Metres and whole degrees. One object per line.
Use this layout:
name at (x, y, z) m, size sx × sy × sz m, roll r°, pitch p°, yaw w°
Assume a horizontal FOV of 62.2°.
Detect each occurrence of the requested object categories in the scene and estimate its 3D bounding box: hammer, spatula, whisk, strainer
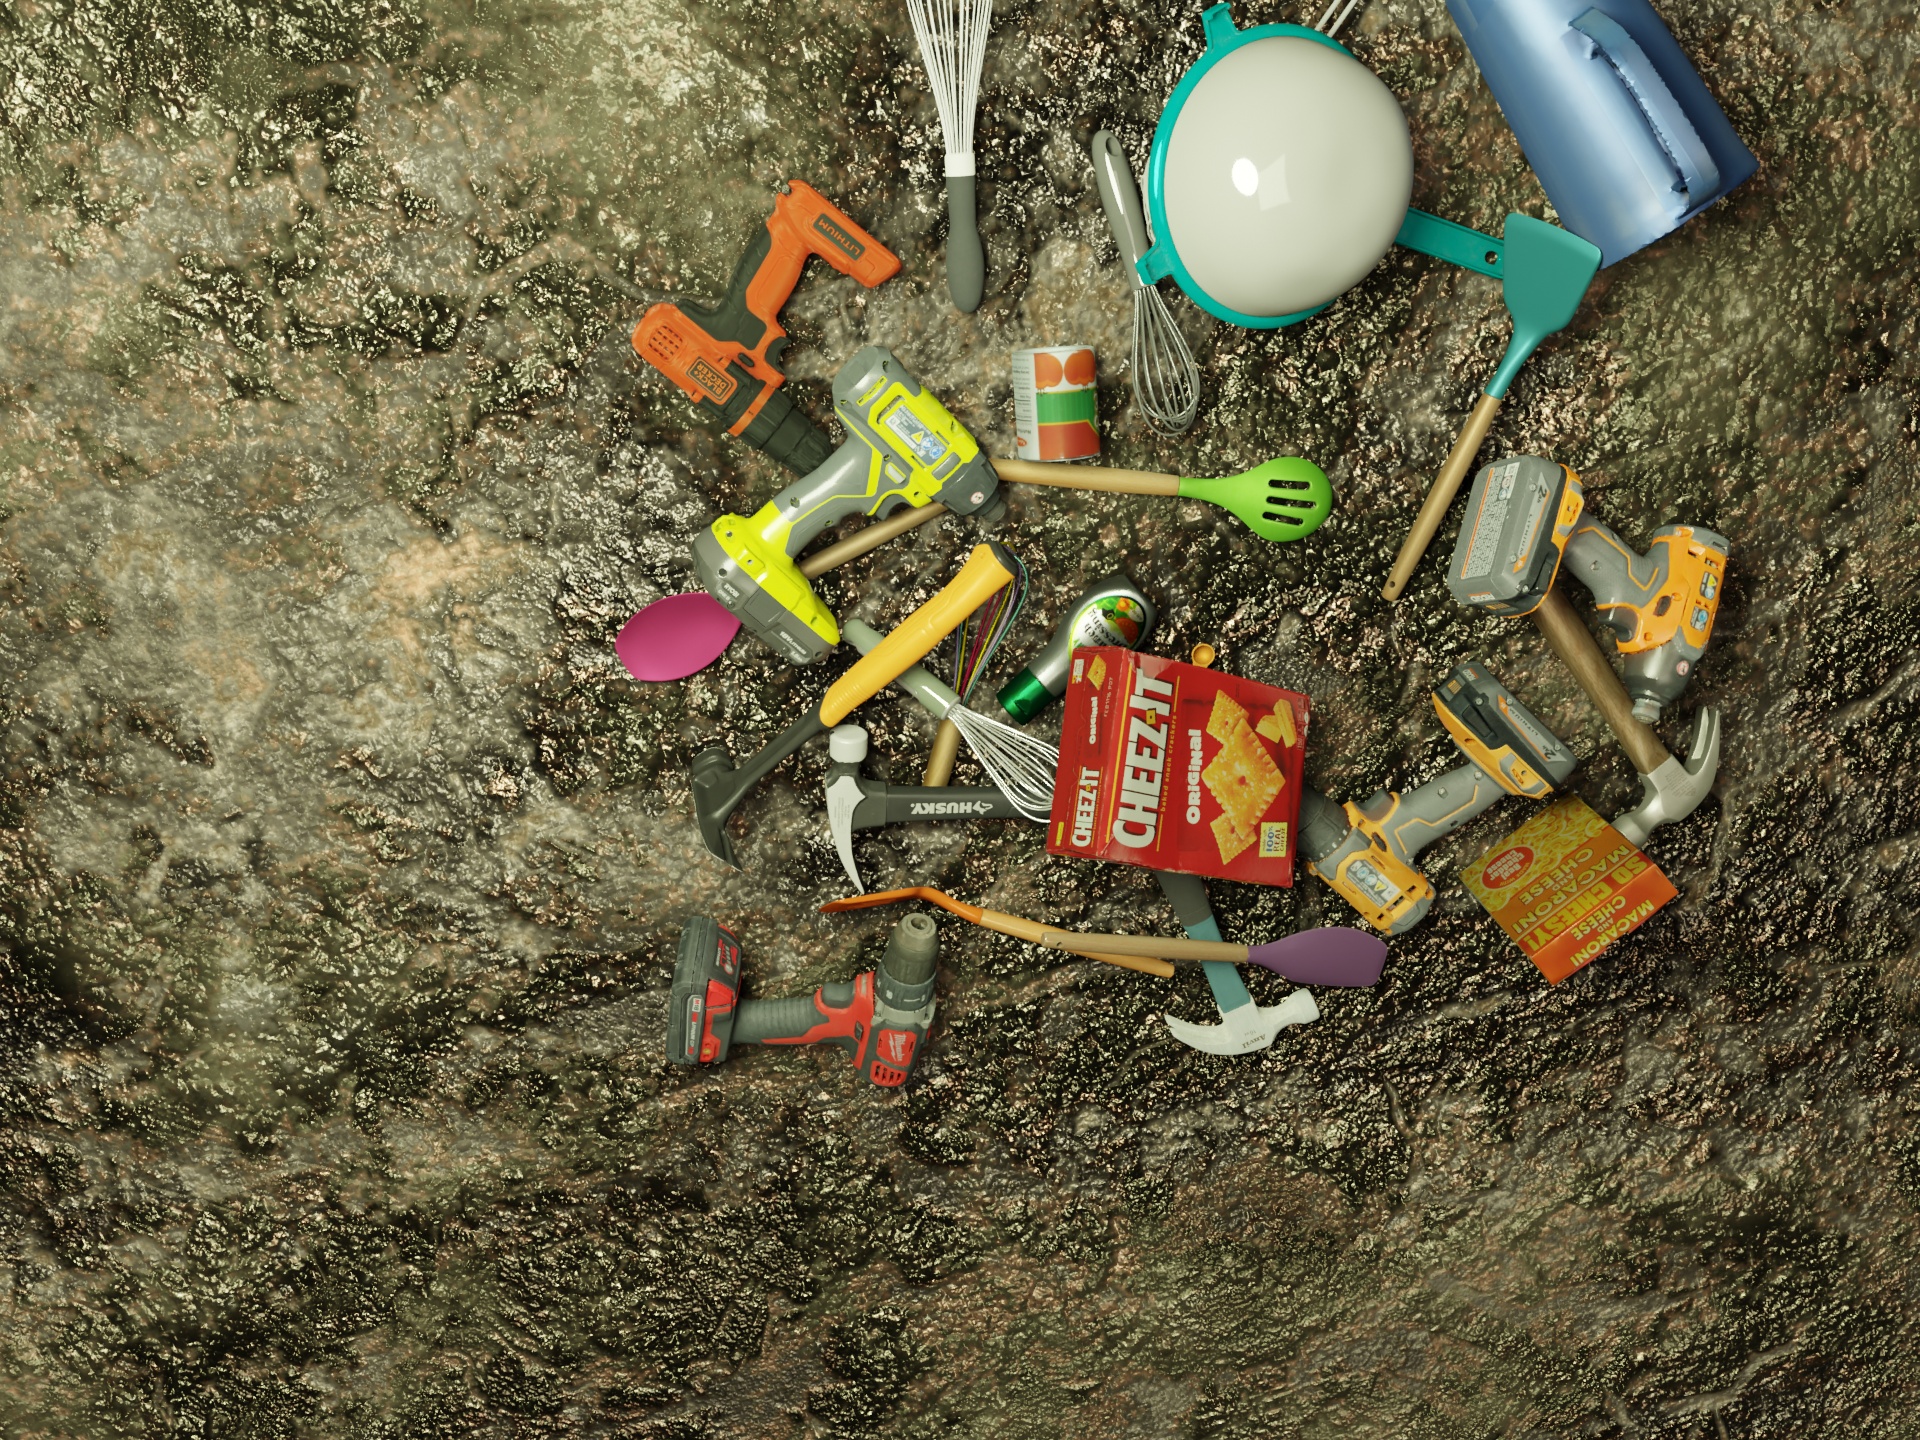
hammer at (0.053, 0.073, 1.347) m, size 0.334 × 0.035 × 0.146 m, roll 0°, pitch 116°, yaw -9°
spatula at (0.037, 0.187, 1.392) m, size 0.322 × 0.081 × 0.041 m, roll 17°, pitch 73°, yaw -12°
hammer at (-0.085, -0.021, 1.263) m, size 0.337 × 0.127 × 0.034 m, roll -40°, pitch 129°, yaw 16°
spatula at (0.221, 0.196, 1.363) m, size 0.315 × 0.018 × 0.059 m, roll 5°, pitch 113°, yaw -14°
whisk at (-0.002, -0.004, 1.292) m, size 0.246 × 0.057 × 0.059 m, roll 39°, pitch 84°, yaw 13°
hammer at (0.529, -0.052, 1.341) m, size 0.130 × 0.031 × 0.331 m, roll -39°, pitch 102°, yaw -2°
strainer at (0.302, -0.374, 1.154) m, size 0.340 × 0.095 × 0.211 m, roll 9°, pitch 103°, yaw -26°
whisk at (0.007, -0.033, 1.328) m, size 0.051 × 0.047 × 0.245 m, roll 18°, pitch 110°, yaw 5°
whisk at (-0.002, -0.451, 1.193) m, size 0.070 × 0.070 × 0.284 m, roll -4°, pitch 112°, yaw -1°
hammer at (0.200, 0.159, 1.372) m, size 0.128 × 0.033 × 0.330 m, roll -25°, pitch 115°, yaw 2°
spatula at (0.403, -0.234, 1.259) m, size 0.082 × 0.044 × 0.317 m, roll 38°, pitch 120°, yaw 31°
whisk at (0.140, -0.338, 1.238) m, size 0.055 × 0.055 × 0.239 m, roll -17°, pitch 103°, yaw 3°

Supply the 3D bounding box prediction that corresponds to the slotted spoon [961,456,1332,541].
slotted spoon at (0.151, -0.191, 1.292) m, size 0.313 × 0.031 × 0.070 m, roll 5°, pitch 107°, yaw -3°

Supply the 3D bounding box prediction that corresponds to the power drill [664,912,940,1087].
power drill at (-0.130, 0.228, 1.358) m, size 0.226 × 0.080 × 0.187 m, roll 8°, pitch 128°, yaw -7°

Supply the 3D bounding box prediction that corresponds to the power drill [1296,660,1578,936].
power drill at (0.380, 0.053, 1.352) m, size 0.185 × 0.084 × 0.226 m, roll 41°, pitch 106°, yaw -11°

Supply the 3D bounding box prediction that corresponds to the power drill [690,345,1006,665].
power drill at (-0.084, -0.156, 1.239) m, size 0.223 × 0.080 × 0.171 m, roll -42°, pitch 122°, yaw 10°

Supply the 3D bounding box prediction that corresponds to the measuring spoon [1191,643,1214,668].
measuring spoon at (0.192, -0.012, 1.358) m, size 0.021 × 0.011 × 0.117 m, roll 13°, pitch 110°, yaw -6°

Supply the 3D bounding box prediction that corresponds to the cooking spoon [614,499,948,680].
cooking spoon at (-0.138, -0.118, 1.305) m, size 0.319 × 0.017 × 0.068 m, roll -26°, pitch 111°, yaw 6°

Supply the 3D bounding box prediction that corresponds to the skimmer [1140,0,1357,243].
skimmer at (0.264, -0.488, 1.171) m, size 0.127 × 0.090 × 0.363 m, roll 32°, pitch 103°, yaw -16°

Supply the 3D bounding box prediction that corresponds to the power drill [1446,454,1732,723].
power drill at (0.506, -0.103, 1.272) m, size 0.226 × 0.084 × 0.164 m, roll 20°, pitch 82°, yaw -19°
